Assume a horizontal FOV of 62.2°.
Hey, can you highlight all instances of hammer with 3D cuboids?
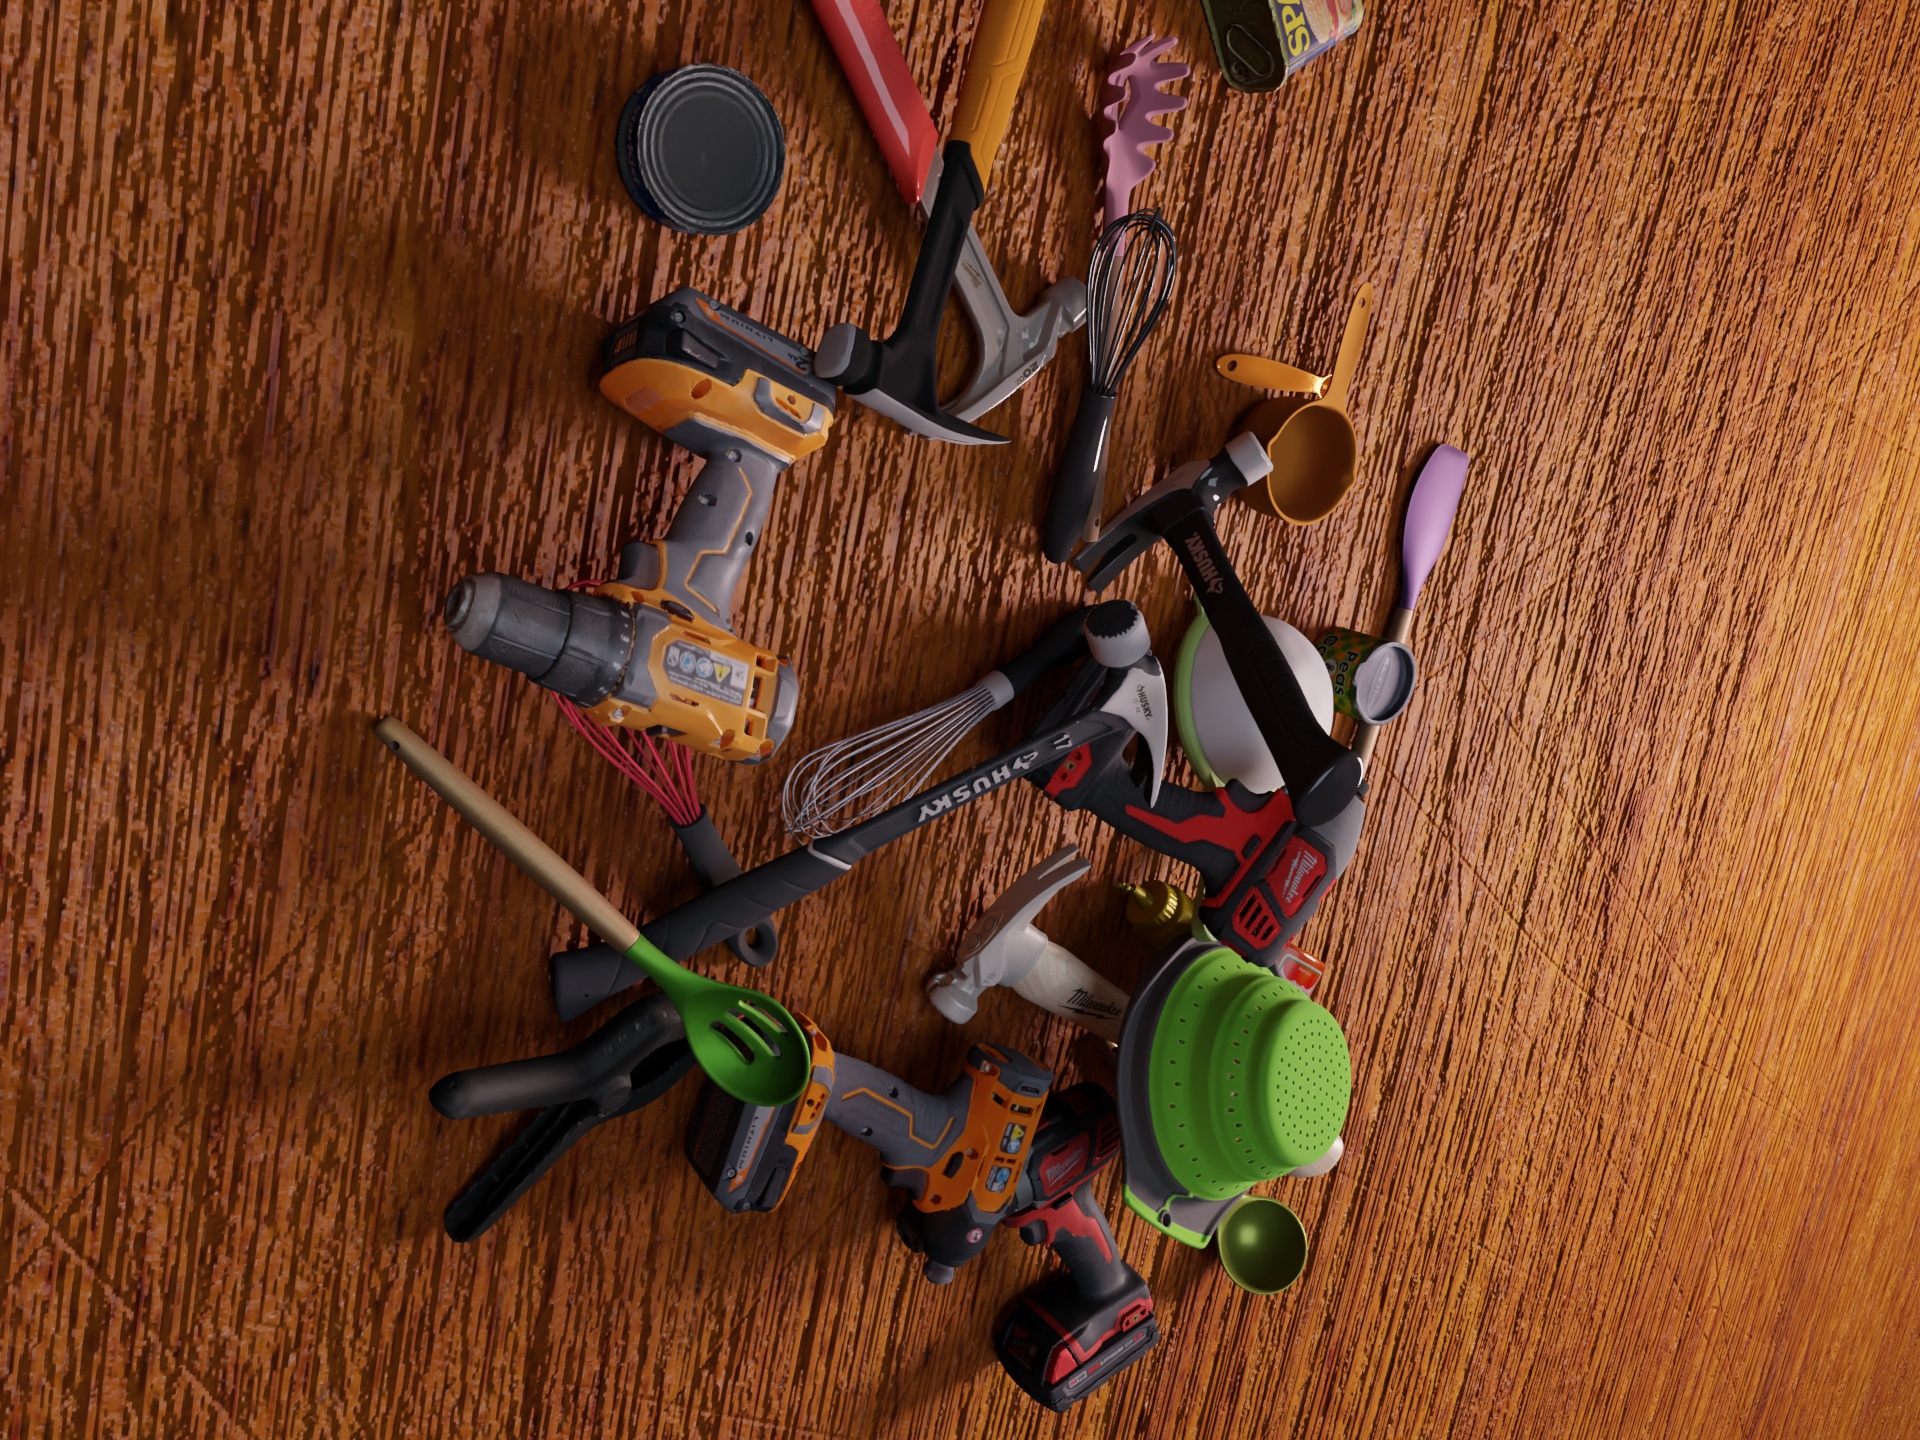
[{"bbox_3d":[0.164,-0.054,0.966,0.146,0.335,0.035,-32,126,14],"label":"hammer"},{"bbox_3d":[0.014,-0.326,0.898,0.127,0.034,0.337,20,82,-42],"label":"hammer"},{"bbox_3d":[-0.058,0.074,0.948,0.409,0.036,0.149,-27,133,-3],"label":"hammer"},{"bbox_3d":[-0.044,-0.342,0.901,0.149,0.037,0.358,-41,124,-17],"label":"hammer"},{"bbox_3d":[0.164,0.239,1.184,0.410,0.038,0.146,36,100,-31],"label":"hammer"}]

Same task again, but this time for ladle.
[{"bbox_3d":[0.192,0.355,1.280,0.078,0.062,0.319,-44,122,-15],"label":"ladle"}]

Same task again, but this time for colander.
[{"bbox_3d":[0.232,0.178,1.138,0.204,0.094,0.397,40,60,-36],"label":"colander"}]

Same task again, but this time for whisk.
[{"bbox_3d":[0.089,-0.206,1.005,0.055,0.055,0.238,-7,125,-33],"label":"whisk"},{"bbox_3d":[-0.166,0.041,0.930,0.073,0.073,0.295,-36,128,-21],"label":"whisk"},{"bbox_3d":[-0.002,-0.003,1.032,0.284,0.070,0.070,-34,122,-28],"label":"whisk"}]

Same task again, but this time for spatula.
[{"bbox_3d":[0.347,-0.065,1.273,0.059,0.018,0.316,10,98,-39],"label":"spatula"}]

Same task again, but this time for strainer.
[{"bbox_3d":[0.211,0.033,1.120,0.151,0.069,0.256,33,61,-38],"label":"strainer"}]

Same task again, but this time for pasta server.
[{"bbox_3d":[0.101,-0.270,1.024,0.060,0.040,0.316,-13,113,-43],"label":"pasta server"}]

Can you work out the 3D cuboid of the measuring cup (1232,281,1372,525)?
[{"bbox_3d":[0.246,-0.227,1.129,0.095,0.052,0.173,13,97,-37],"label":"measuring cup"}]

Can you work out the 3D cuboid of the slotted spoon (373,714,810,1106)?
[{"bbox_3d":[-0.201,0.106,0.888,0.070,0.031,0.313,-38,108,22],"label":"slotted spoon"}]

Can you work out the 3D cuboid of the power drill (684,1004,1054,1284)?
[{"bbox_3d":[-0.058,0.282,1.042,0.226,0.084,0.164,18,91,-28],"label":"power drill"}]

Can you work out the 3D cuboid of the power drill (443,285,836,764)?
[{"bbox_3d":[-0.159,-0.105,0.823,0.185,0.084,0.226,20,70,-37],"label":"power drill"}]

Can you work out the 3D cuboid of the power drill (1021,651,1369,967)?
[{"bbox_3d":[0.157,0.045,1.056,0.220,0.078,0.143,38,88,6],"label":"power drill"}]

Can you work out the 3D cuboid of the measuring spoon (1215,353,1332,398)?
[{"bbox_3d":[0.225,-0.247,1.137,0.116,0.011,0.021,3,116,-32],"label":"measuring spoon"}]

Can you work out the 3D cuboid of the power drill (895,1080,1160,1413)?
[{"bbox_3d":[0.053,0.400,1.186,0.188,0.080,0.226,-24,115,-27],"label":"power drill"}]
